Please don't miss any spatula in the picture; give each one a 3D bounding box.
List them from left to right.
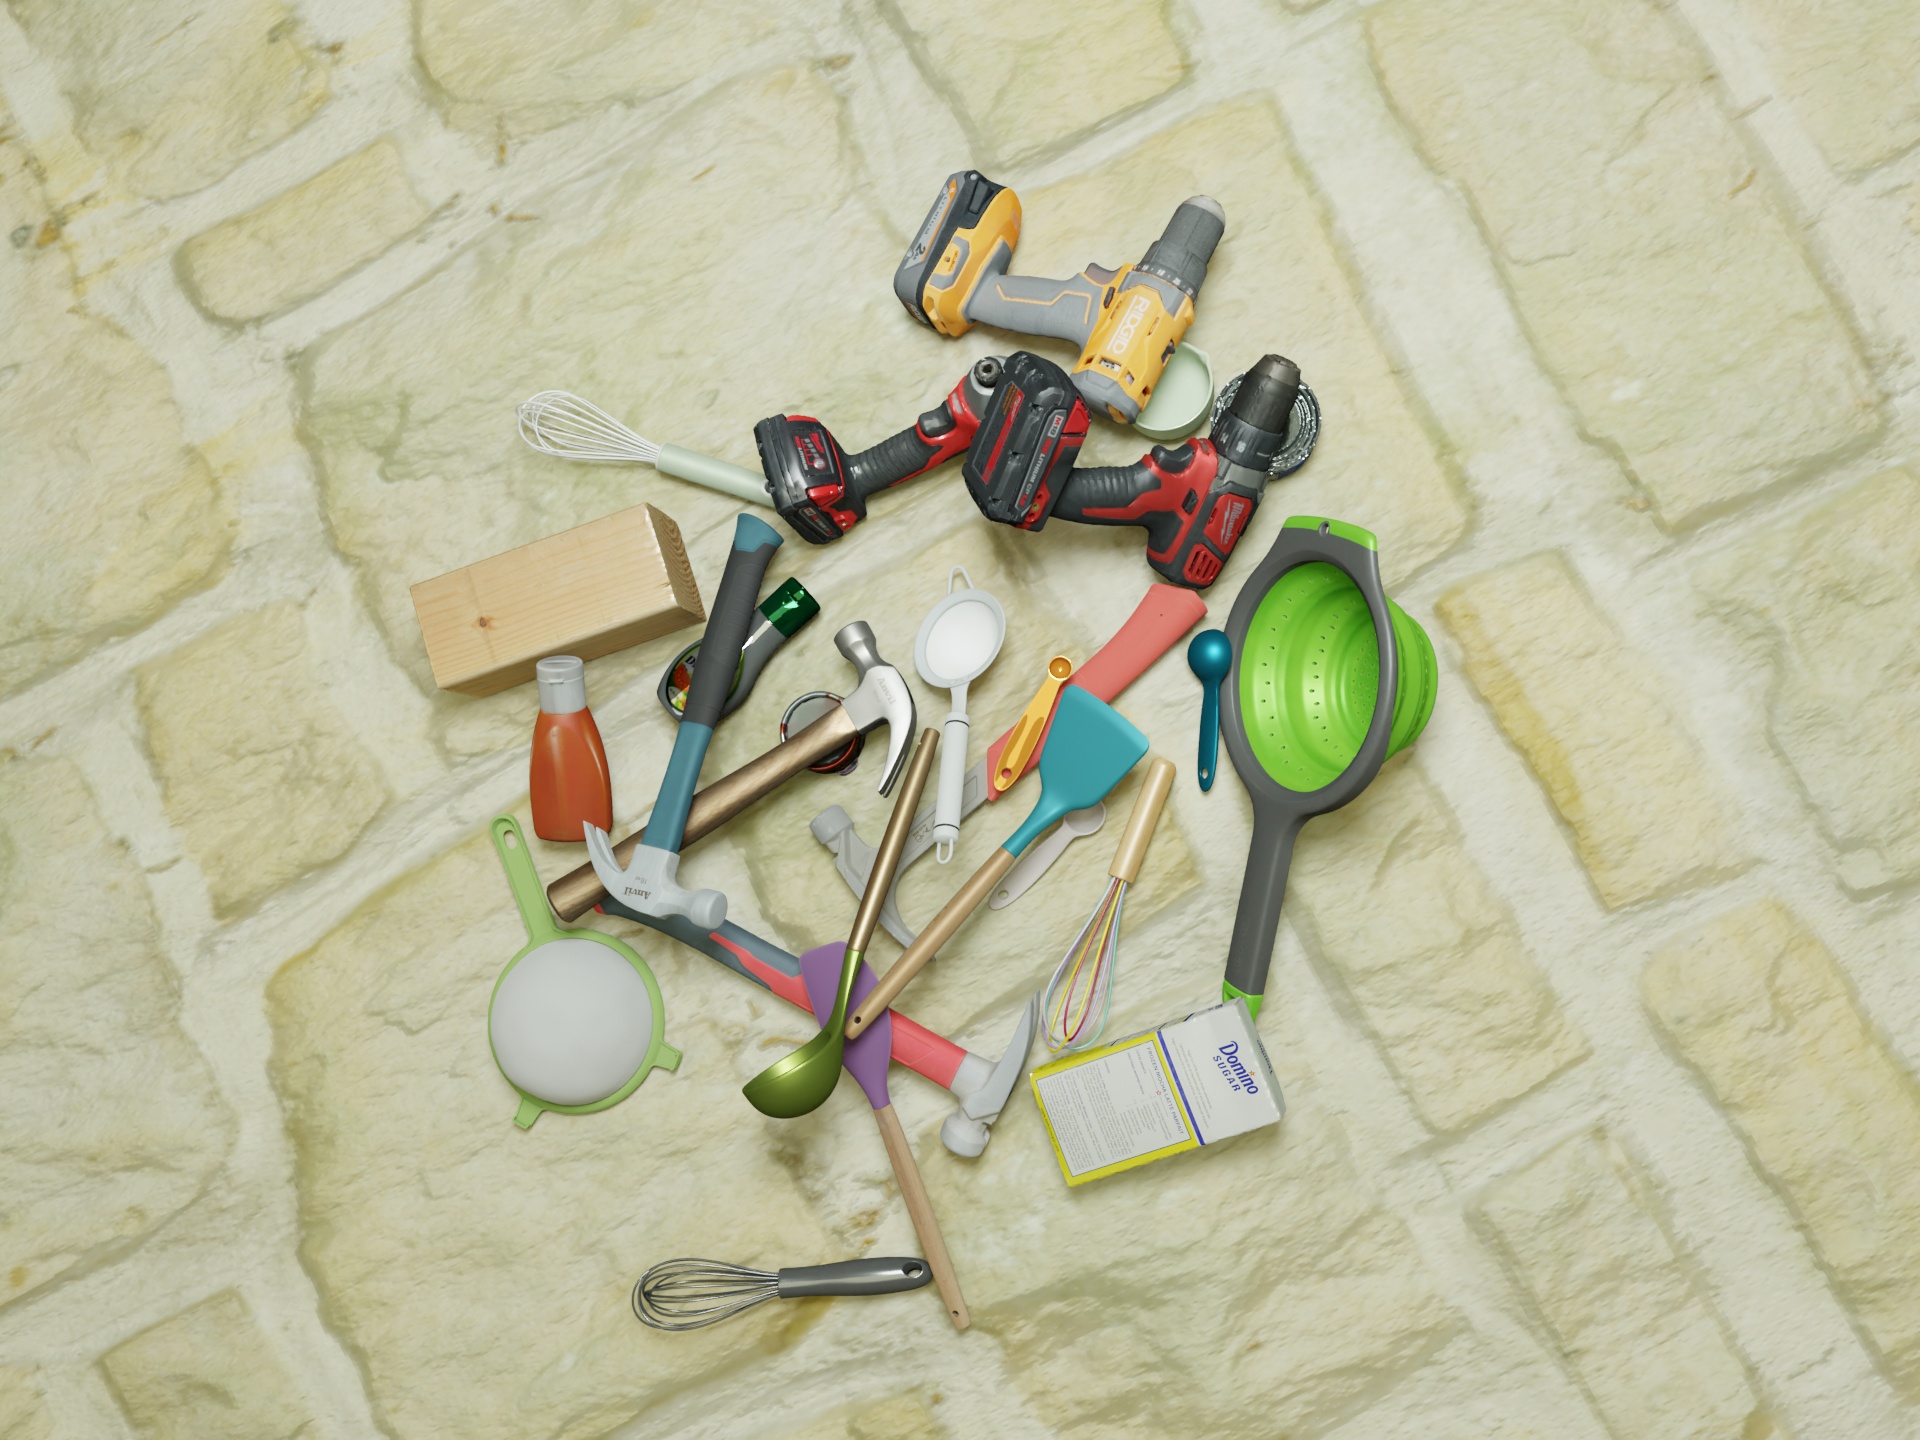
[{"bbox_3d":[-0.050,0.321,1.227,0.060,0.018,0.316,-19,92,14],"label":"spatula"},{"bbox_3d":[0.016,0.116,1.208,0.082,0.044,0.317,38,81,21],"label":"spatula"}]

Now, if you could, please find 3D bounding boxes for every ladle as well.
[{"bbox_3d":[-0.081,0.145,1.198,0.062,0.078,0.320,25,69,-16],"label":"ladle"}]

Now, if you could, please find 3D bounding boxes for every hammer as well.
[{"bbox_3d":[-0.201,-0.008,1.245,0.128,0.033,0.331,9,74,21],"label":"hammer"},{"bbox_3d":[-0.181,0.062,1.255,0.331,0.031,0.130,-33,74,4],"label":"hammer"},{"bbox_3d":[-0.126,0.192,1.259,0.386,0.038,0.143,27,107,11],"label":"hammer"},{"bbox_3d":[0.057,0.027,1.265,0.359,0.036,0.149,-41,81,3],"label":"hammer"}]

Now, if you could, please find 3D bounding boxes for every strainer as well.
[{"bbox_3d":[-0.338,0.196,1.284,0.151,0.069,0.256,-22,84,5],"label":"strainer"},{"bbox_3d":[-0.002,-0.004,1.237,0.087,0.050,0.259,-14,54,30],"label":"strainer"}]

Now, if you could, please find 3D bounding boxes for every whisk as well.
[{"bbox_3d":[-0.256,-0.222,1.325,0.246,0.059,0.058,18,71,4],"label":"whisk"},{"bbox_3d":[-0.140,0.445,1.249,0.239,0.055,0.055,-6,84,3],"label":"whisk"},{"bbox_3d":[0.119,0.145,1.241,0.051,0.047,0.245,20,83,17],"label":"whisk"}]

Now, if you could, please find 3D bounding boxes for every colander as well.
[{"bbox_3d":[0.275,0.048,1.205,0.094,0.205,0.397,3,103,-26],"label":"colander"}]

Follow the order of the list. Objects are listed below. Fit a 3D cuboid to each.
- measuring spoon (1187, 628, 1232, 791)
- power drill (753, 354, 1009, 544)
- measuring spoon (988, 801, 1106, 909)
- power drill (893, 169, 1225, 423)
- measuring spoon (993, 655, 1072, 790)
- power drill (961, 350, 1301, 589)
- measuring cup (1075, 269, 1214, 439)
[{"bbox_3d":[0.189,-0.008,1.247,0.021,0.042,0.128,4,89,-34],"label":"measuring spoon"},{"bbox_3d":[-0.041,-0.221,1.248,0.219,0.143,0.079,-19,77,7],"label":"power drill"},{"bbox_3d":[0.066,0.104,1.269,0.034,0.018,0.124,42,98,-18],"label":"measuring spoon"},{"bbox_3d":[0.084,-0.358,1.259,0.226,0.084,0.185,28,88,18],"label":"power drill"},{"bbox_3d":[0.056,0.003,1.246,0.021,0.011,0.117,27,93,8],"label":"measuring spoon"},{"bbox_3d":[0.135,-0.205,1.185,0.226,0.080,0.187,12,117,-25],"label":"power drill"},{"bbox_3d":[0.143,-0.298,1.287,0.083,0.038,0.168,-35,70,6],"label":"measuring cup"}]
